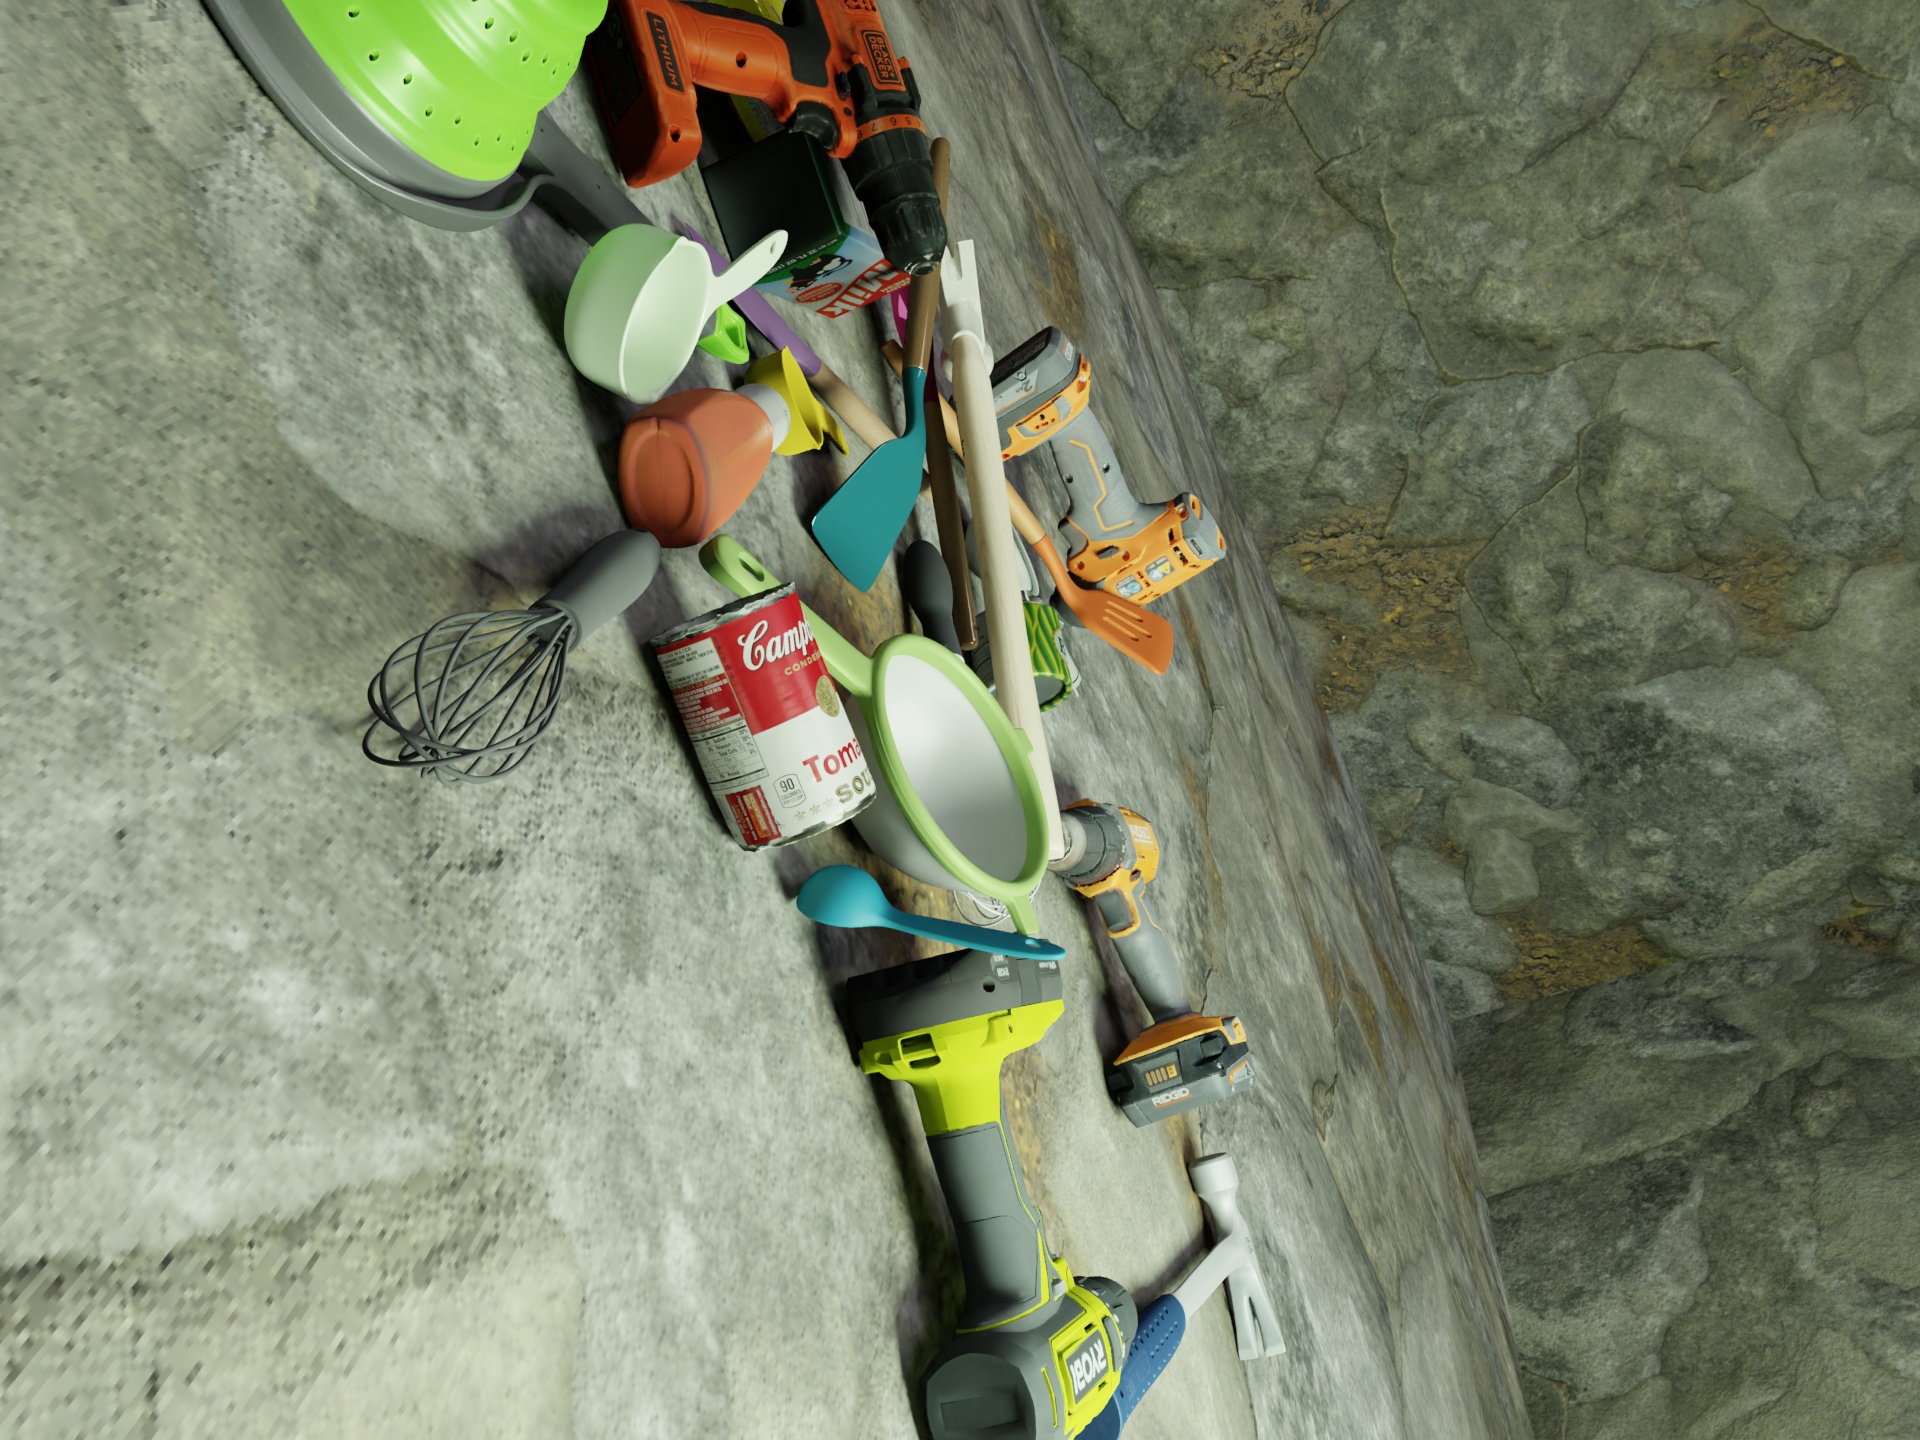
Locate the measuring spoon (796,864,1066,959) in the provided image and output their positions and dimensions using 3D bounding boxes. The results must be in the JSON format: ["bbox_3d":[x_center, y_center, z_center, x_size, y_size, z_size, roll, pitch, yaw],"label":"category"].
[{"bbox_3d":[-0.013,0.087,0.731,0.042,0.128,0.021,-44,143,-70],"label":"measuring spoon"}]

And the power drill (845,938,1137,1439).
[{"bbox_3d":[0.026,0.227,0.776,0.190,0.080,0.229,16,60,-67],"label":"power drill"}]

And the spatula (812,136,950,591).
[{"bbox_3d":[-0.037,-0.235,0.983,0.082,0.044,0.318,50,41,-57],"label":"spatula"}]

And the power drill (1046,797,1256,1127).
[{"bbox_3d":[0.120,0.162,1.110,0.185,0.084,0.226,19,50,-67],"label":"power drill"}]

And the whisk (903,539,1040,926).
[{"bbox_3d":[-0.001,-0.004,0.967,0.070,0.070,0.285,47,25,-51],"label":"whisk"}]

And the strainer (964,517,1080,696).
[{"bbox_3d":[0.051,-0.089,1.226,0.087,0.050,0.258,57,0,40],"label":"strainer"}]

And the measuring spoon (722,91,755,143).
[{"bbox_3d":[-0.130,-0.386,1.049,0.116,0.011,0.021,52,26,-42],"label":"measuring spoon"}]

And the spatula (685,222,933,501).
[{"bbox_3d":[-0.080,-0.207,0.996,0.060,0.018,0.315,62,12,27],"label":"spatula"}]

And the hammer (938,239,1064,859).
[{"bbox_3d":[0.022,-0.111,1.034,0.146,0.038,0.411,75,7,-69],"label":"hammer"}]

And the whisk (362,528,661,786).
[{"bbox_3d":[-0.152,-0.033,0.585,0.239,0.055,0.055,-74,141,-68],"label":"whisk"}]

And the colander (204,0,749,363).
[{"bbox_3d":[-0.171,-0.280,0.692,0.396,0.094,0.205,38,37,-58],"label":"colander"}]

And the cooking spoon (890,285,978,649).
[{"bbox_3d":[-0.017,-0.197,1.110,0.068,0.017,0.319,34,44,-62],"label":"cooking spoon"}]

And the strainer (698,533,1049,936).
[{"bbox_3d":[-0.054,0.004,0.806,0.256,0.069,0.152,43,30,-32],"label":"strainer"}]

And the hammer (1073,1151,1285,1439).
[{"bbox_3d":[0.140,0.380,1.008,0.405,0.035,0.144,13,59,-69],"label":"hammer"}]

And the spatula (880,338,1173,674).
[{"bbox_3d":[0.052,-0.161,1.201,0.322,0.041,0.081,50,30,-18],"label":"spatula"}]

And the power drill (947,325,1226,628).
[{"bbox_3d":[0.083,-0.177,1.262,0.226,0.164,0.084,49,25,-20],"label":"power drill"}]

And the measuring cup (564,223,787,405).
[{"bbox_3d":[-0.131,-0.207,0.746,0.168,0.038,0.083,-57,168,-52],"label":"measuring cup"}]

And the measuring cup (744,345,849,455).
[{"bbox_3d":[-0.093,-0.174,0.937,0.156,0.029,0.062,18,54,-82],"label":"measuring cup"}]
